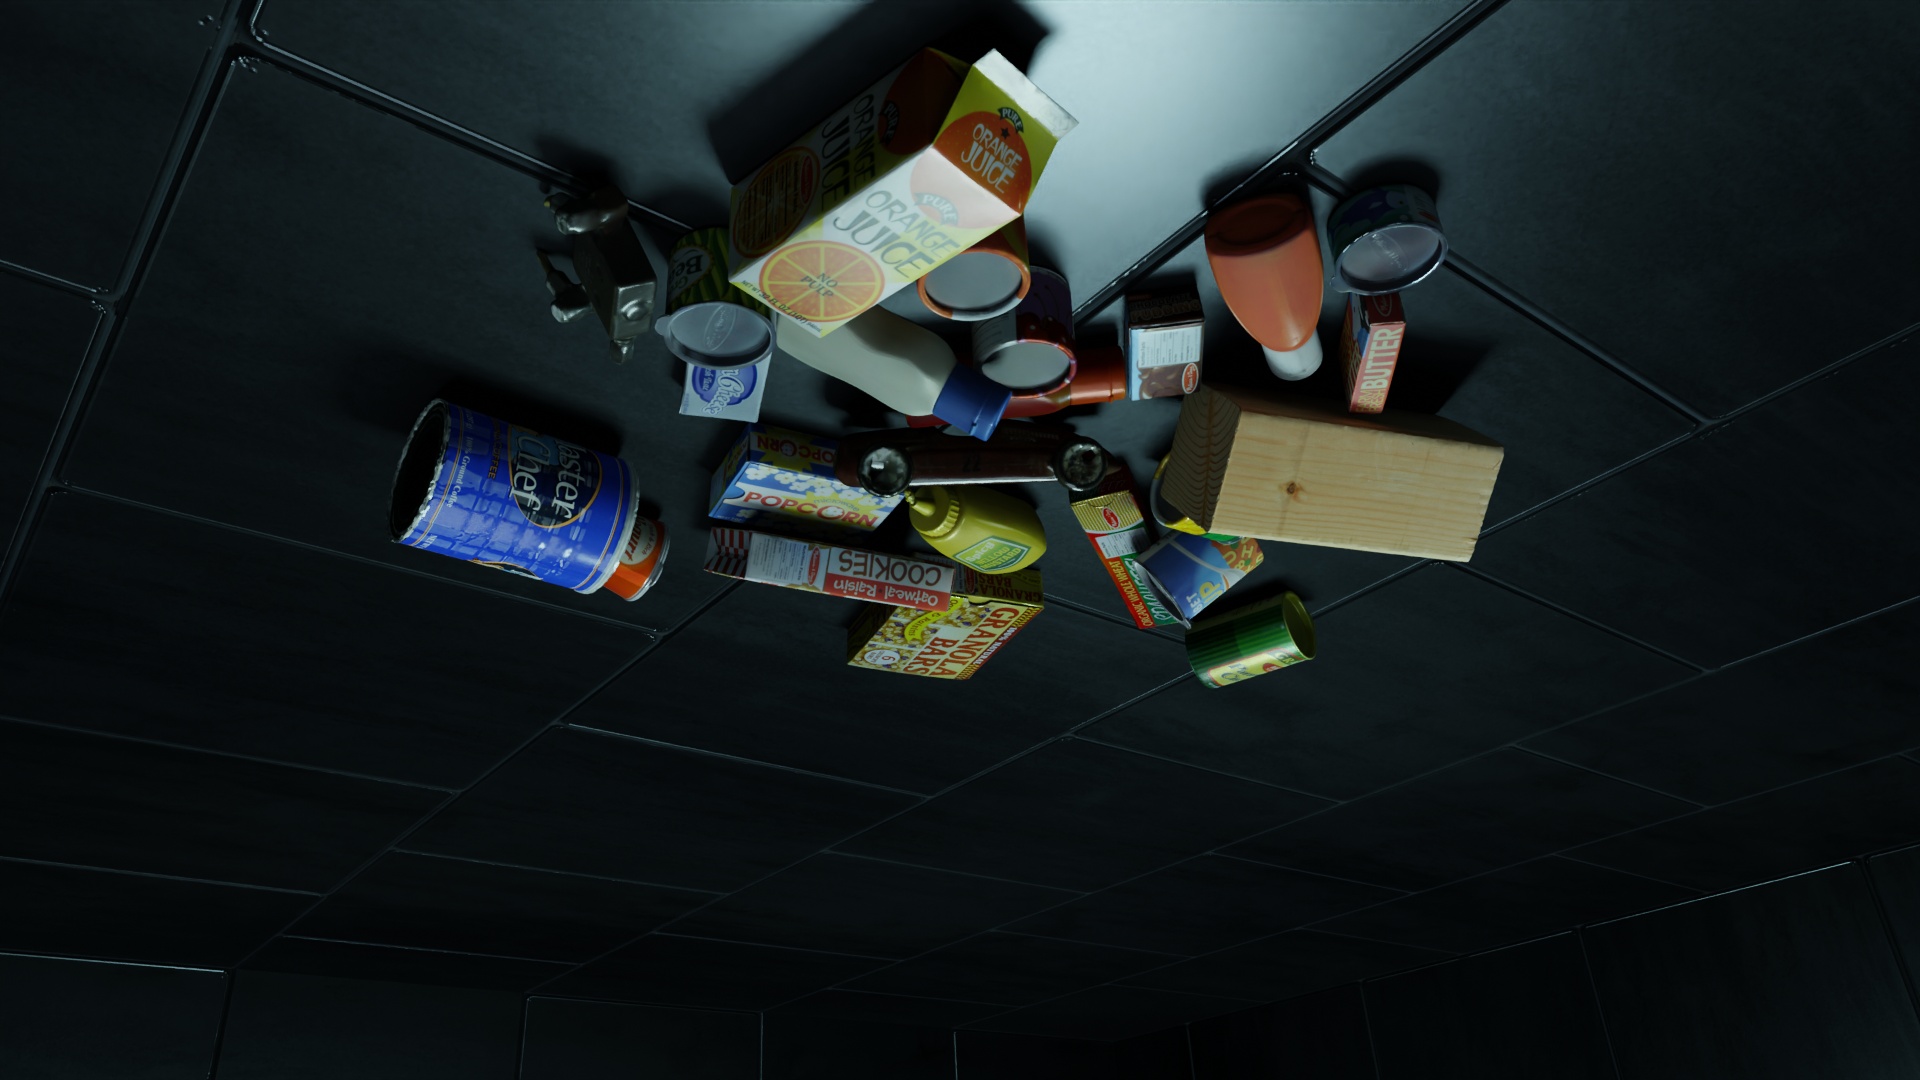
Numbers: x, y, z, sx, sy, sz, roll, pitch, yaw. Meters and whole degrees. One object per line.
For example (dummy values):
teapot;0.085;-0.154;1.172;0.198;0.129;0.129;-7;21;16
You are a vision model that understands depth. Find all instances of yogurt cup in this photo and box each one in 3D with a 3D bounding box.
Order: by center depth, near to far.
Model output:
yogurt cup;-0.267;0.007;1.083;0.054;0.073;0.072;28;139;-30

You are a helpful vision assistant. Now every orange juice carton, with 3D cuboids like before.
orange juice carton;-0.034;-0.192;0.743;0.192;0.073;0.072;-25;144;32

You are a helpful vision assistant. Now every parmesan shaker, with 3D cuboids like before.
parmesan shaker;0.272;0.094;1.297;0.103;0.071;0.071;-23;145;31

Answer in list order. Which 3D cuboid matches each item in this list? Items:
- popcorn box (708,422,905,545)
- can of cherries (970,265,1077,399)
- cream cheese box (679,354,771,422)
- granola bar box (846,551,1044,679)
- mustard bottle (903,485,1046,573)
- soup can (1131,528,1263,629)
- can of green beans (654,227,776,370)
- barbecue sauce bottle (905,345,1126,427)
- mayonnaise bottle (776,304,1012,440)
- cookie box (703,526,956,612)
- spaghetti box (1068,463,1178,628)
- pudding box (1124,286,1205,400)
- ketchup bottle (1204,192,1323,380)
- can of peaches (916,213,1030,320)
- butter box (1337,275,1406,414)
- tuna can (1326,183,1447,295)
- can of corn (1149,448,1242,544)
popcorn box;-0.114;-0.041;1.040;0.127;0.038;0.085;11;149;-25
can of cherries;0.042;-0.130;0.877;0.071;0.058;0.071;-2;150;-1
cream cheese box;-0.154;-0.117;0.913;0.053;0.024;0.103;4;150;-14
granola bar box;-0.017;0.072;1.252;0.124;0.039;0.164;9;149;-22
mustard bottle;0.004;-0.013;1.070;0.065;0.049;0.160;-29;153;27
soup can;0.192;0.019;1.115;0.084;0.071;0.071;-38;148;-4
can of green beans;-0.143;-0.144;0.830;0.071;0.058;0.071;-3;151;-1
barbecue sauce bottle;0.035;-0.106;0.935;0.149;0.044;0.064;-5;163;1
mayonnaise bottle;-0.041;-0.111;0.854;0.148;0.041;0.064;28;148;3
cookie box;-0.104;0.022;1.099;0.167;0.040;0.123;11;177;-25
spaghetti box;0.146;0.012;1.173;0.050;0.029;0.249;-12;150;15
pudding box;0.134;-0.129;0.919;0.050;0.030;0.083;-7;151;4
ketchup bottle;0.198;-0.153;0.869;0.064;0.044;0.148;-13;150;17
can of peaches;0.005;-0.170;0.801;0.071;0.058;0.071;-3;151;-1
butter box;0.267;-0.131;0.906;0.024;0.053;0.103;-4;151;5
tuna can;0.254;-0.180;0.838;0.071;0.033;0.070;-3;151;-1
can of corn;0.187;-0.037;1.053;0.058;0.071;0.071;15;146;-29
